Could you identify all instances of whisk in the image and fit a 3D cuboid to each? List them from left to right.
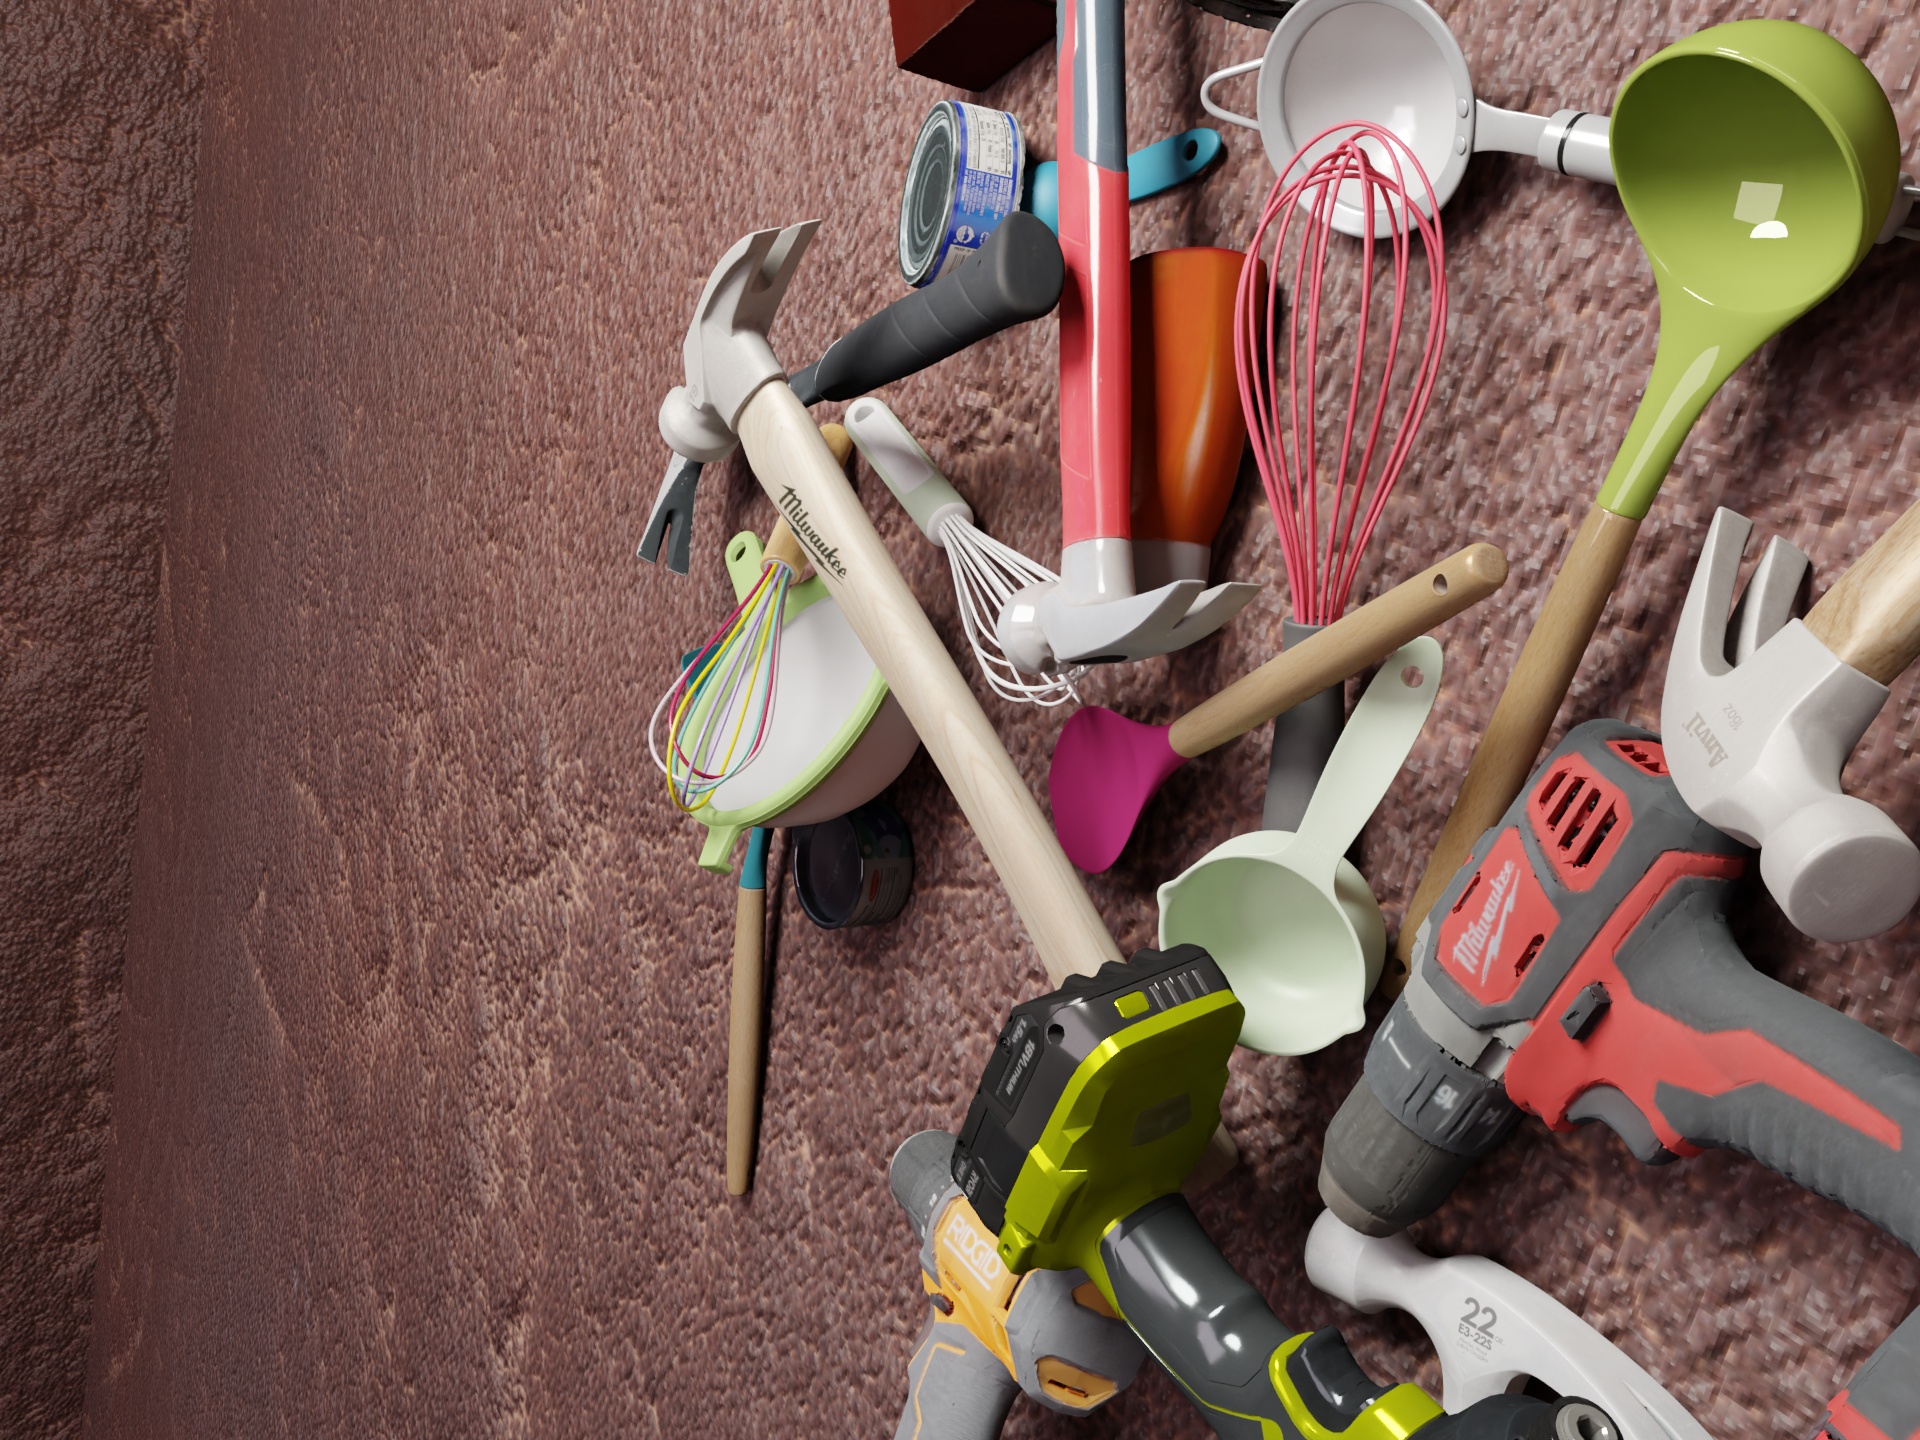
[{"bbox_3d":[-0.096,-0.060,0.782,0.051,0.047,0.245,-19,42,41],"label":"whisk"},{"bbox_3d":[-0.002,-0.088,0.745,0.058,0.059,0.247,-36,47,1],"label":"whisk"},{"bbox_3d":[0.126,-0.054,0.557,0.073,0.073,0.295,19,112,51],"label":"whisk"}]

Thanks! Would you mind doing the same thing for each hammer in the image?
[{"bbox_3d":[-0.067,-0.157,0.750,0.409,0.036,0.149,-1,70,63],"label":"hammer"},{"bbox_3d":[-0.001,-0.002,0.641,0.411,0.038,0.146,60,148,9],"label":"hammer"},{"bbox_3d":[0.057,-0.215,0.596,0.143,0.038,0.386,168,103,-67],"label":"hammer"},{"bbox_3d":[0.155,0.380,0.529,0.144,0.035,0.405,14,100,52],"label":"hammer"},{"bbox_3d":[0.280,-0.104,0.354,0.331,0.031,0.130,-56,13,24],"label":"hammer"}]

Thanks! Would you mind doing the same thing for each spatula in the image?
[{"bbox_3d":[-0.128,0.117,0.900,0.044,0.082,0.317,6,99,15],"label":"spatula"}]

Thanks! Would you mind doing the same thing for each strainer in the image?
[{"bbox_3d":[-0.079,-0.025,0.831,0.151,0.069,0.257,-44,33,11],"label":"strainer"},{"bbox_3d":[0.187,-0.184,0.505,0.259,0.050,0.086,34,143,41],"label":"strainer"}]

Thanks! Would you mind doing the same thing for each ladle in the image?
[{"bbox_3d":[0.179,-0.039,0.476,0.078,0.062,0.320,44,130,42],"label":"ladle"}]

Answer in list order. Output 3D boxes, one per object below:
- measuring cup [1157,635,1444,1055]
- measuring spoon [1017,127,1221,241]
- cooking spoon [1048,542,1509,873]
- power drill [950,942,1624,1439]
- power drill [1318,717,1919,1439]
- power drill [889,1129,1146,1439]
[{"bbox_3d":[0.126,0.039,0.537,0.083,0.038,0.167,33,122,20],"label":"measuring cup"},{"bbox_3d":[0.060,-0.233,0.684,0.129,0.021,0.042,1,89,54],"label":"measuring spoon"},{"bbox_3d":[0.093,0.000,0.570,0.319,0.017,0.069,139,123,-66],"label":"cooking spoon"},{"bbox_3d":[0.096,0.186,0.498,0.223,0.080,0.171,51,140,34],"label":"power drill"},{"bbox_3d":[0.204,0.132,0.439,0.227,0.080,0.187,51,125,44],"label":"power drill"},{"bbox_3d":[-0.022,0.293,0.675,0.226,0.084,0.185,-62,24,-4],"label":"power drill"}]
